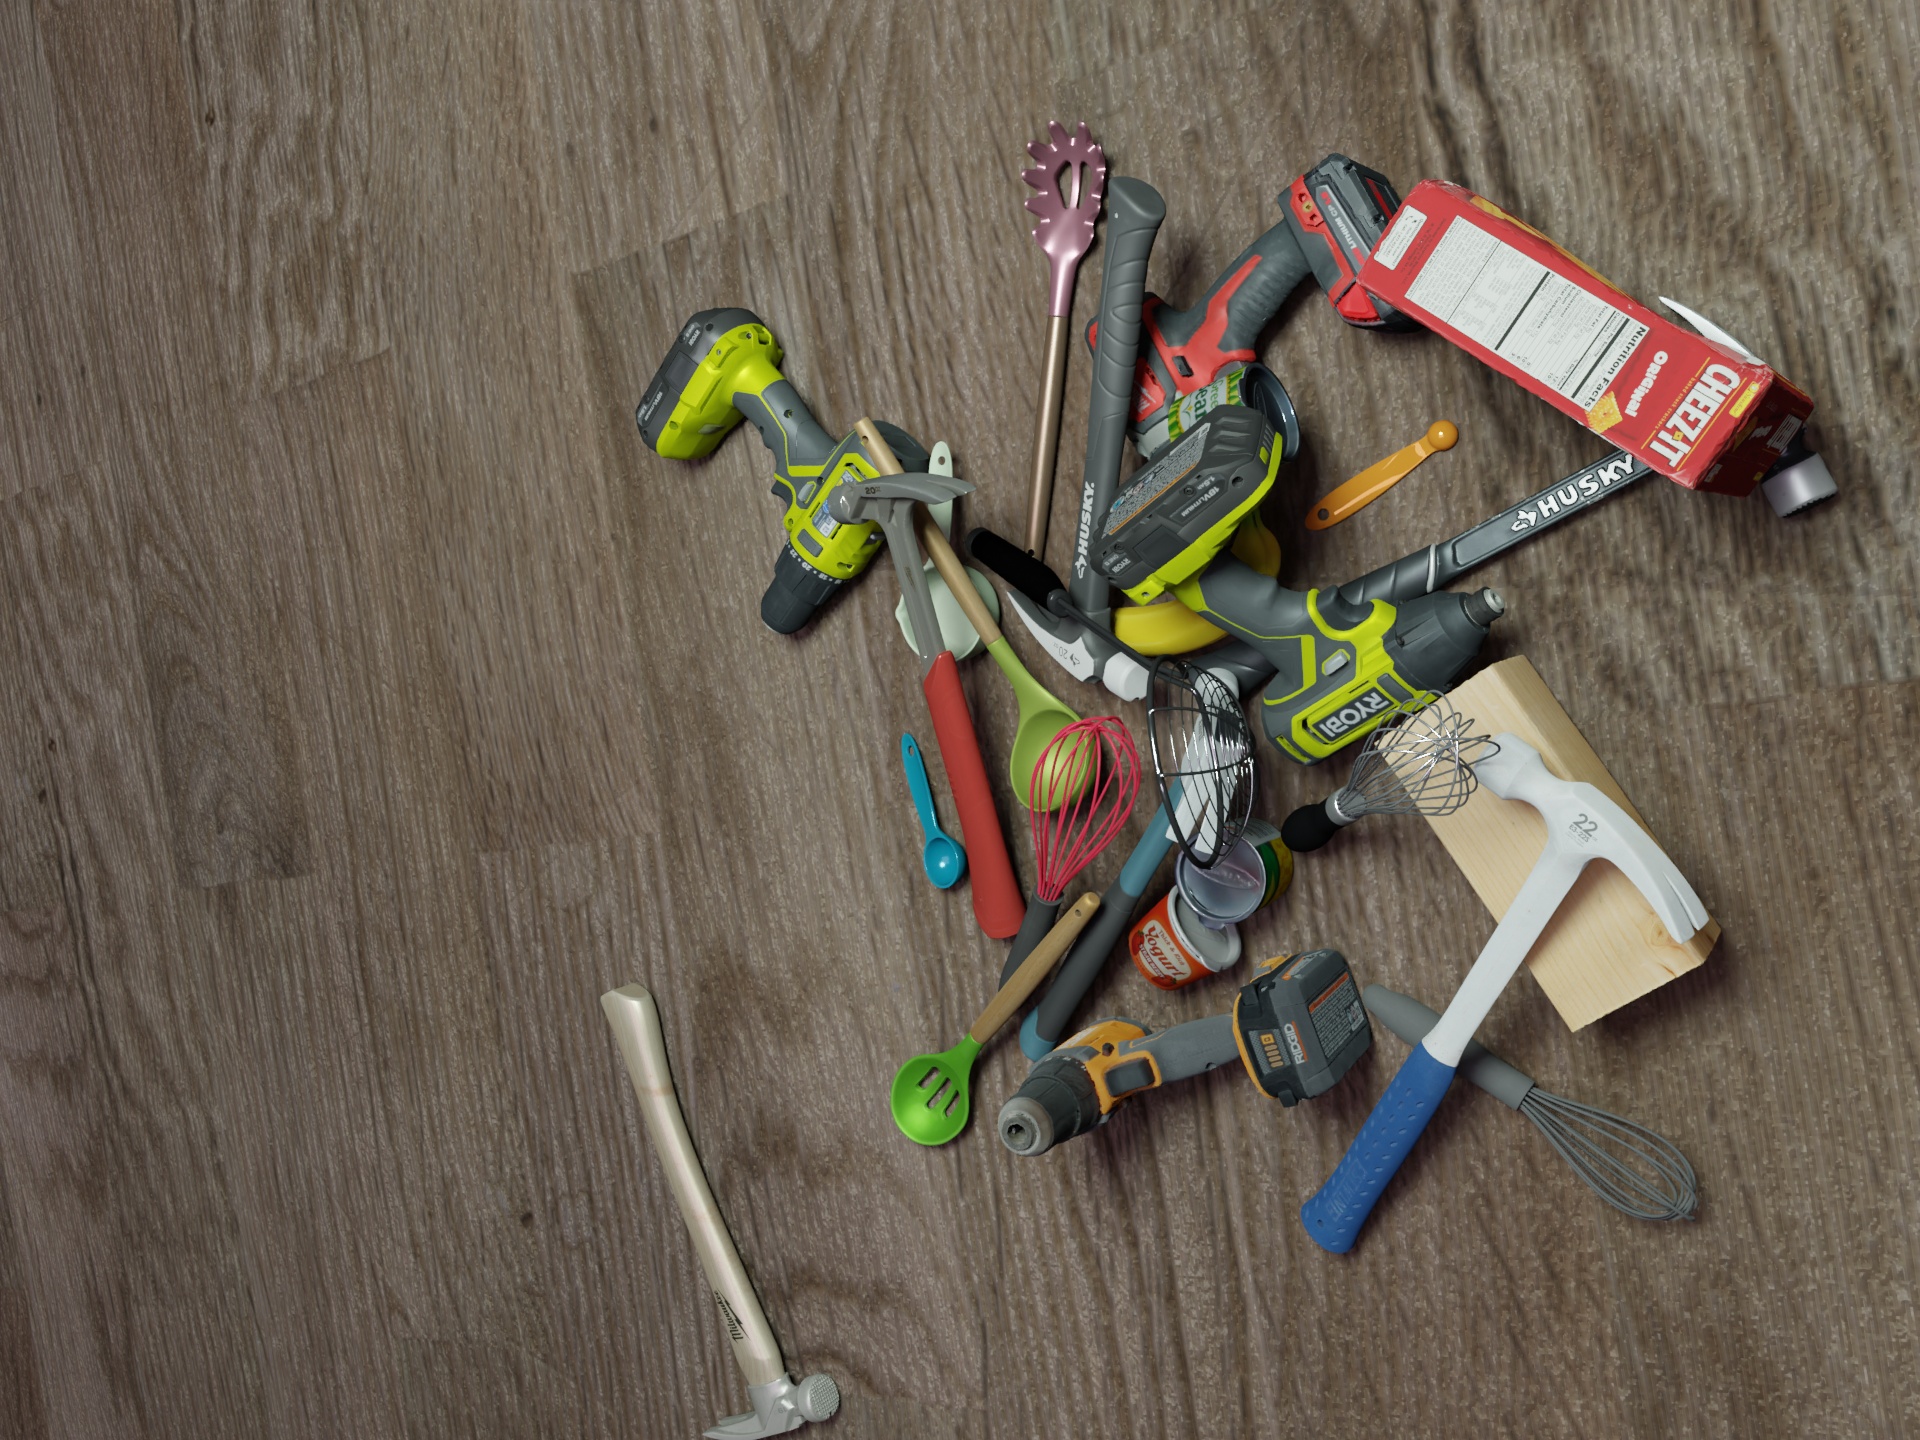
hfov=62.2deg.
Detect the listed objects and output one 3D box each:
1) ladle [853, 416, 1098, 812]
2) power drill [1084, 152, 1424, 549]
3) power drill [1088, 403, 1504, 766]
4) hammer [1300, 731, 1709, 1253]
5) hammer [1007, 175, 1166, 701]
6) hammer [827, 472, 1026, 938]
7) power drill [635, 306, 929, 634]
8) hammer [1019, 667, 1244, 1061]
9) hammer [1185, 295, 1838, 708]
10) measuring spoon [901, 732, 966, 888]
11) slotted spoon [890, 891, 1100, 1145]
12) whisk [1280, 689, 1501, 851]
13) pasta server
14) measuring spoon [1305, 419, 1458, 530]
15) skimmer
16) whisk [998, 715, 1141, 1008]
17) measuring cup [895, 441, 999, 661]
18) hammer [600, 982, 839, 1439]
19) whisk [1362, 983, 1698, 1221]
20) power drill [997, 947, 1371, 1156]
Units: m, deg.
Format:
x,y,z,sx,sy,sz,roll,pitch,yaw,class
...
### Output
x,y,z,sx,sy,sz,roll,pitch,yaw,class
0.005,-0.076,1.155,0.078,0.062,0.320,-26,98,40,ladle
0.204,-0.238,1.050,0.226,0.080,0.188,-32,79,33,power drill
0.206,-0.082,0.981,0.223,0.080,0.171,38,132,-17,power drill
0.305,0.202,0.981,0.144,0.035,0.405,42,134,30,hammer
0.095,-0.191,1.074,0.146,0.035,0.334,38,131,50,hammer
-0.002,-0.004,1.155,0.149,0.036,0.359,11,121,53,hammer
-0.152,-0.200,1.275,0.229,0.080,0.190,46,116,17,power drill
0.116,0.123,1.121,0.033,0.128,0.330,21,125,-6,hammer
0.317,-0.111,1.016,0.409,0.036,0.149,-29,79,31,hammer
-0.020,0.070,1.260,0.042,0.021,0.129,-32,69,46,measuring spoon
0.027,0.225,1.198,0.070,0.031,0.313,47,131,17,slotted spoon
0.248,0.046,0.970,0.070,0.284,0.070,2,75,-6,whisk
0.066,-0.265,1.153,0.060,0.040,0.316,10,102,20,pasta server
0.275,-0.160,1.049,0.117,0.011,0.021,-34,77,30,measuring spoon
0.074,-0.035,1.034,0.090,0.127,0.364,-39,40,-7,skimmer
0.068,0.111,1.141,0.073,0.073,0.295,35,134,24,whisk
-0.006,-0.127,1.214,0.083,0.038,0.167,2,94,32,measuring cup
-0.242,0.436,1.424,0.146,0.038,0.411,-29,80,32,hammer
0.361,0.242,1.022,0.239,0.055,0.055,34,112,28,whisk
0.144,0.232,1.076,0.226,0.185,0.084,-22,85,29,power drill
